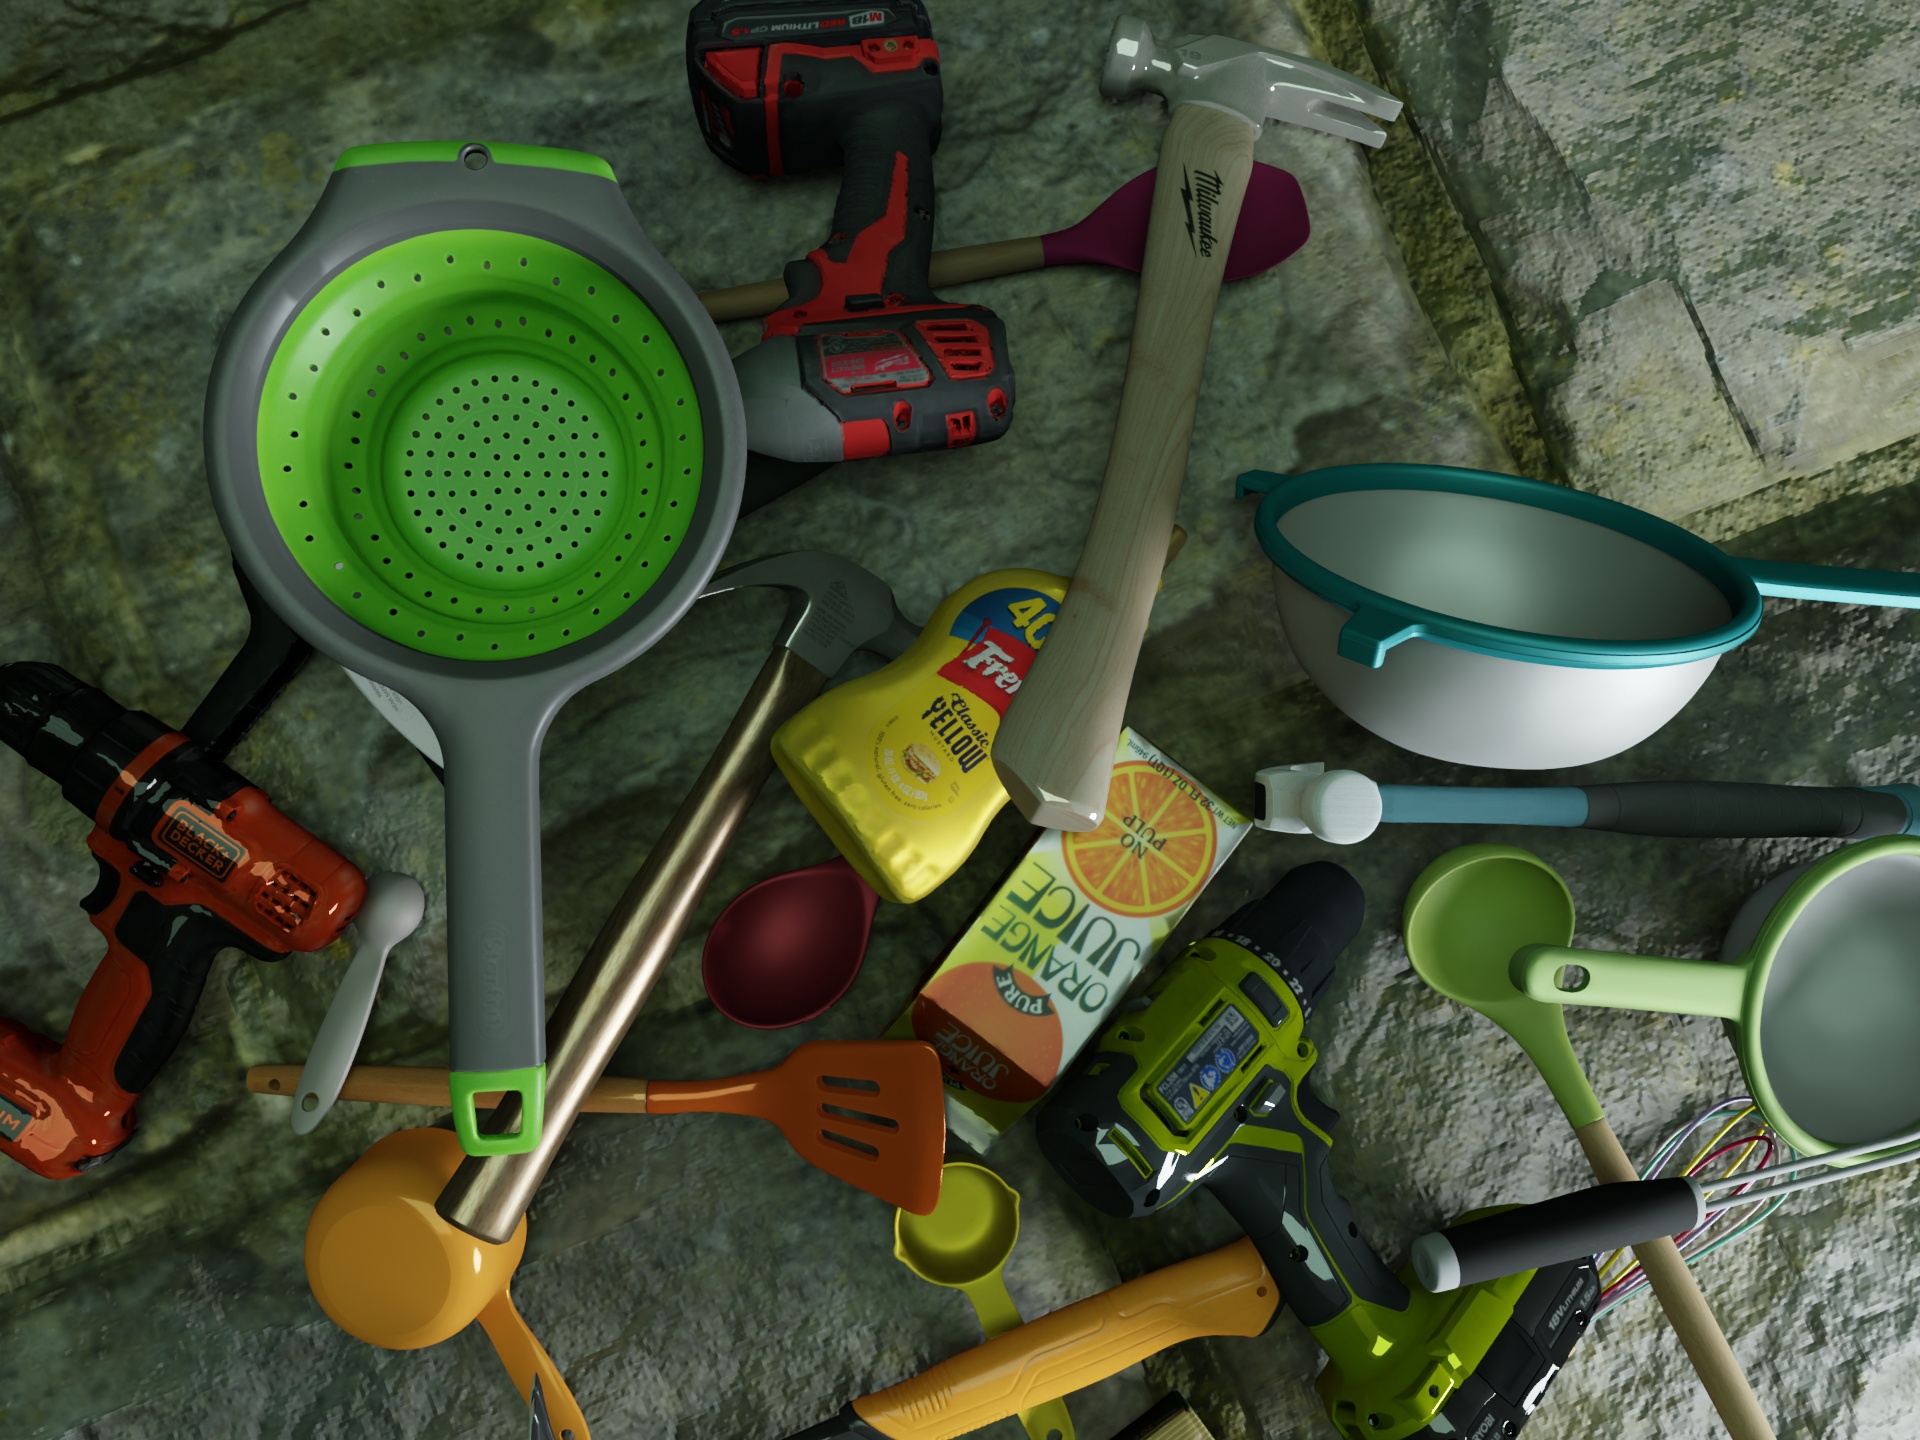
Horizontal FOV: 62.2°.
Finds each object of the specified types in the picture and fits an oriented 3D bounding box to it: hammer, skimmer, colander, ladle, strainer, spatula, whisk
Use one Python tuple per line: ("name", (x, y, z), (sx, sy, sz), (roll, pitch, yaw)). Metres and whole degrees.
("hammer", (-0.014, 0.291, 0.693), (0.337, 0.034, 0.127), (-17, 98, -12))
("skimmer", (0.368, 0.195, 0.646), (0.363, 0.090, 0.127), (-9, 102, -11))
("colander", (-0.191, -0.027, 0.660), (0.204, 0.094, 0.397), (-1, 90, -10))
("ladle", (0.289, 0.202, 0.695), (0.078, 0.062, 0.320), (-27, 72, 11))
("strainer", (0.292, -0.033, 0.711), (0.340, 0.211, 0.095), (3, 117, -7))
("hammer", (-0.128, 0.070, 0.697), (0.130, 0.031, 0.331), (35, 76, -24))
("strainer", (0.349, 0.116, 0.715), (0.256, 0.069, 0.151), (7, 95, -14))
("spatula", (-0.167, 0.172, 0.718), (0.322, 0.041, 0.081), (2, 99, 3))
("whisk", (0.291, 0.266, 0.730), (0.245, 0.047, 0.051), (-46, 75, -1))
("hammer", (0.291, 0.040, 0.723), (0.331, 0.128, 0.033), (2, 89, -11))
("ladle", (0.000, 0.021, 0.752), (0.069, 0.031, 0.315), (41, 82, 14))
("hammer", (0.098, -0.142, 0.714), (0.146, 0.038, 0.411), (15, 68, 0))
("hammer", (-0.123, -0.093, 0.740), (0.335, 0.035, 0.146), (-33, 92, -11))

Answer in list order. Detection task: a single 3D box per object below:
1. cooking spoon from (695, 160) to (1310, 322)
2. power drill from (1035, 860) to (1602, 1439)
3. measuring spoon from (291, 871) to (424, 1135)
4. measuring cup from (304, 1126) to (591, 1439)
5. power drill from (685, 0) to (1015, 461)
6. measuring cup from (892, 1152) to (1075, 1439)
("cooking spoon", (0.015, -0.226, 0.781), (0.319, 0.017, 0.069), (-10, 78, -3))
("power drill", (0.166, 0.191, 0.697), (0.190, 0.080, 0.228), (-41, 90, -27))
("measuring spoon", (-0.280, 0.126, 0.724), (0.034, 0.018, 0.124), (11, 71, 12))
("measuring cup", (-0.220, 0.266, 0.701), (0.095, 0.052, 0.173), (-32, 91, 9))
("power drill", (-0.062, -0.219, 0.723), (0.143, 0.078, 0.220), (-8, 72, -5))
("measuring cup", (0.016, 0.271, 0.733), (0.062, 0.029, 0.156), (-24, 97, -6))
